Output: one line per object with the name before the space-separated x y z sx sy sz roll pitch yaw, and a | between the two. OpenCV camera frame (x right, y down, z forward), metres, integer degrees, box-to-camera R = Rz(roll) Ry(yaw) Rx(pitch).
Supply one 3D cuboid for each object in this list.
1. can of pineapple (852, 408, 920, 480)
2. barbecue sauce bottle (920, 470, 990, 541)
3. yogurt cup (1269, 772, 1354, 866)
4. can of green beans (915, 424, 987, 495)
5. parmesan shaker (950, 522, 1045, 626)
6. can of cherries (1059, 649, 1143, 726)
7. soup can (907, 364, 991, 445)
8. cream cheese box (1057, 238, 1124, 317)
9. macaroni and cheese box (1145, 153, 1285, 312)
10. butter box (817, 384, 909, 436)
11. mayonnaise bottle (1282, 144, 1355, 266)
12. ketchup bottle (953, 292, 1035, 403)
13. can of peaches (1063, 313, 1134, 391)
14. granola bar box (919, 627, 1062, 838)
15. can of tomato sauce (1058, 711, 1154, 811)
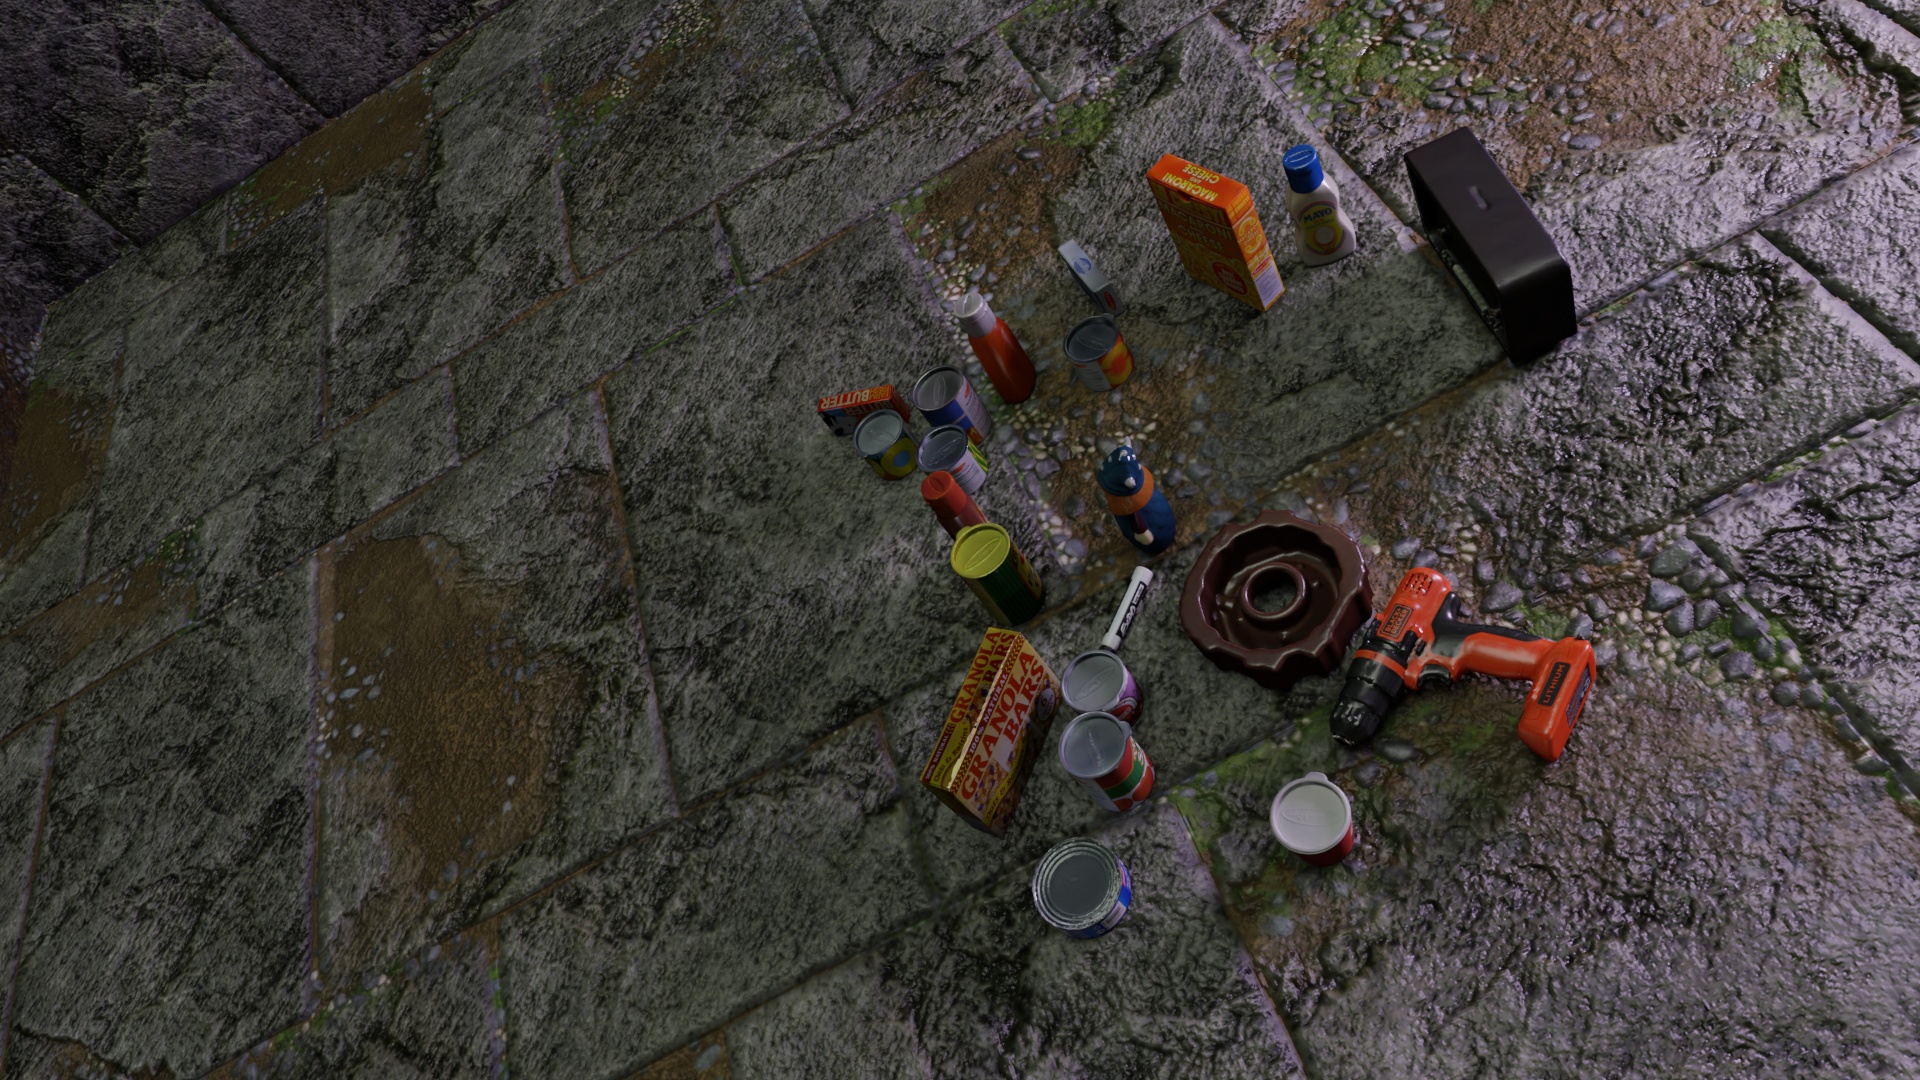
can of pineapple | -0.087 -0.112 1.649 0.071 0.057 0.071 -14 53 20
barbecue sauce bottle | 0.005 -0.018 1.472 0.044 0.148 0.065 -41 48 -2
yogurt cup | 0.304 0.244 1.187 0.072 0.053 0.073 -14 53 20
can of green beans | -0.009 -0.090 1.591 0.071 0.057 0.071 -14 53 20
parmesan shaker | 0.039 0.034 1.446 0.071 0.102 0.071 -15 53 20
can of cherries | 0.138 0.149 1.341 0.071 0.058 0.072 -14 53 20
soup can | -0.012 -0.154 1.619 0.071 0.083 0.072 -15 53 20
cream cheese box | 0.156 -0.312 1.658 0.024 0.053 0.104 -34 48 4
macaroni and cheese box | 0.282 -0.338 1.532 0.040 0.166 0.124 -46 49 -7
butter box | -0.118 -0.159 1.702 0.103 0.053 0.024 -9 55 24
mayonnaise bottle | 0.384 -0.363 1.506 0.064 0.147 0.041 -17 52 18
ketchup bottle | 0.040 -0.224 1.597 0.043 0.148 0.065 -8 55 25
can of peaches | 0.160 -0.214 1.584 0.071 0.058 0.071 -14 53 20
granola bar box | 0.033 0.184 1.331 0.039 0.124 0.166 10 64 34
can of tomato sauce | 0.138 0.204 1.286 0.071 0.083 0.071 -15 53 20
